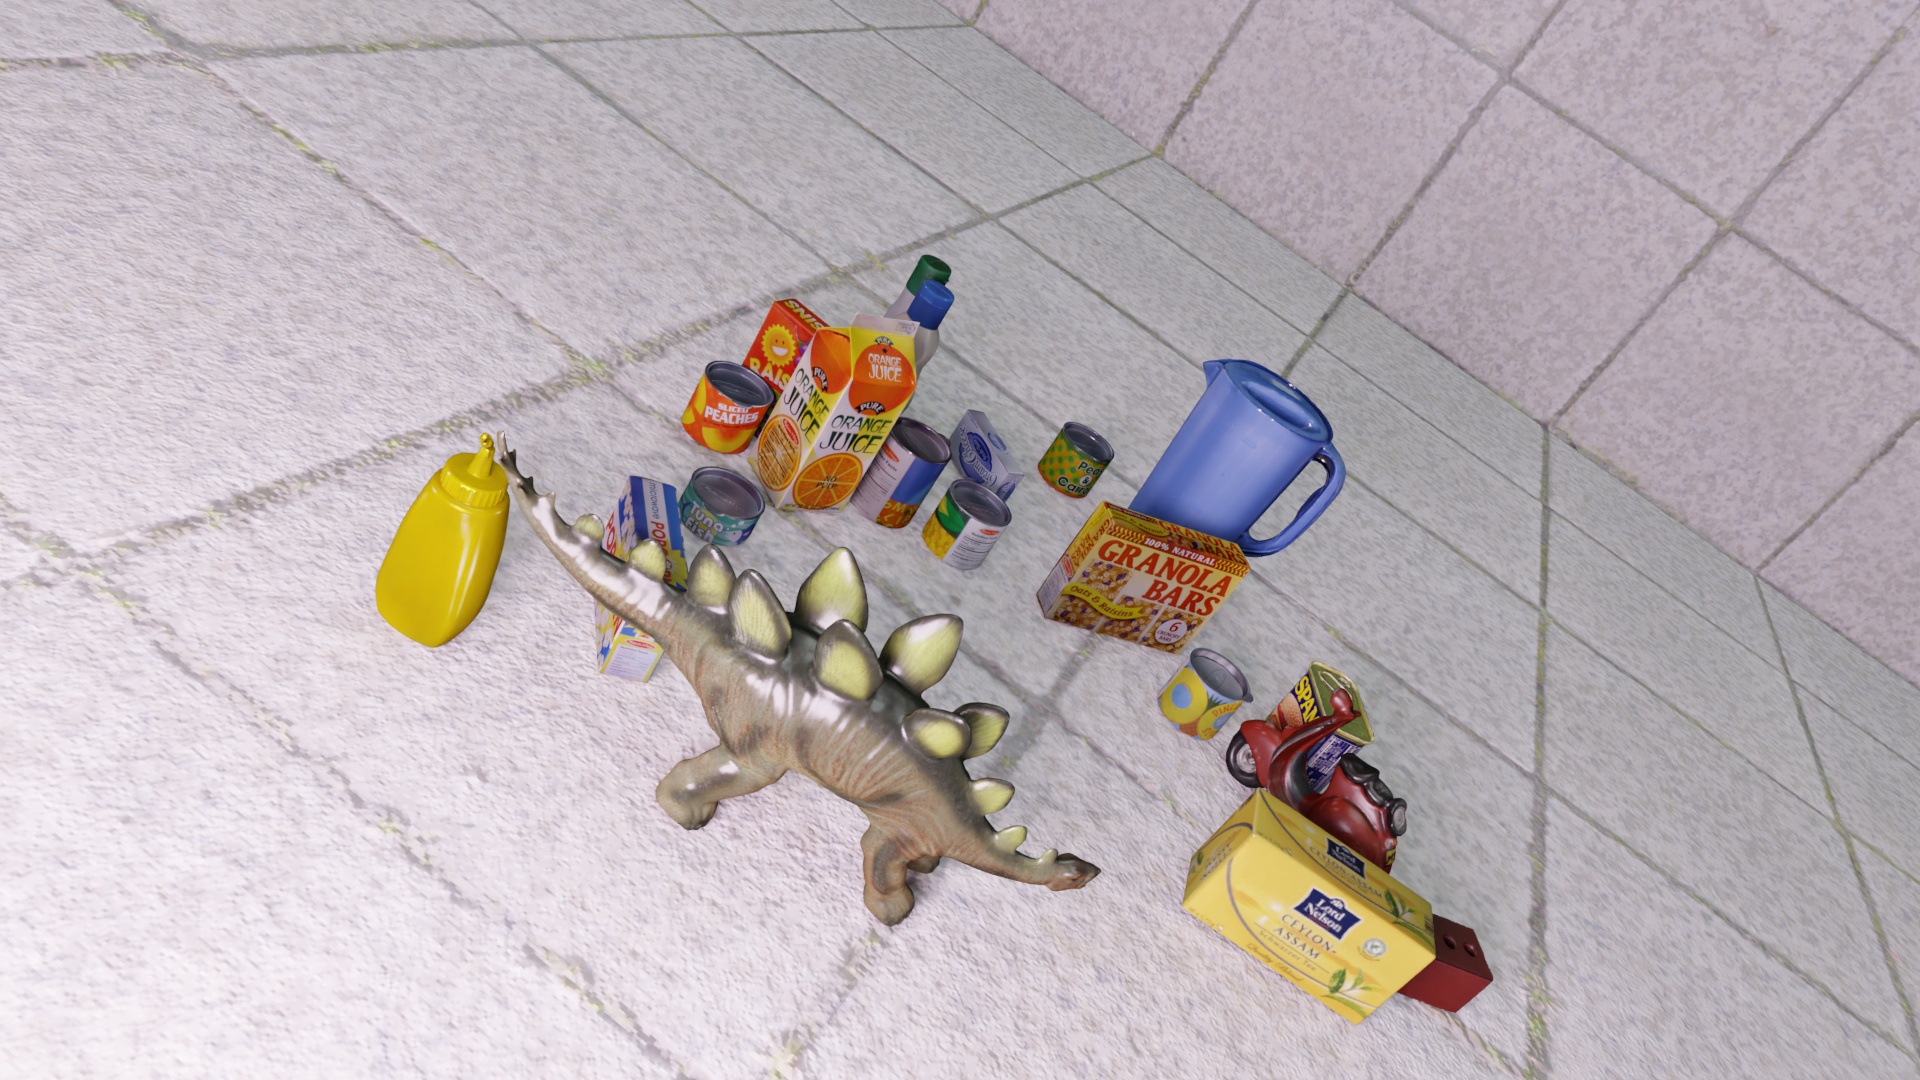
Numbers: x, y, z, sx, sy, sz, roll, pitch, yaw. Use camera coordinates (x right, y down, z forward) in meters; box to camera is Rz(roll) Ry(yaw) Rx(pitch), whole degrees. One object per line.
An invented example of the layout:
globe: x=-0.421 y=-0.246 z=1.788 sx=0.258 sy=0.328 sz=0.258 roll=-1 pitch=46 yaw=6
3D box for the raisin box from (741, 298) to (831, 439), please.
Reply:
raisin box: x=-0.158 y=-0.148 z=1.278 sx=0.086 sy=0.122 sz=0.040 roll=40 pitch=30 yaw=12

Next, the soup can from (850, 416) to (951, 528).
soup can: x=-0.055 y=-0.063 z=1.292 sx=0.071 sy=0.083 sz=0.072 roll=25 pitch=30 yaw=-15

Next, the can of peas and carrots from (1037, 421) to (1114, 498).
can of peas and carrots: x=0.128 y=-0.087 z=1.534 sx=0.071 sy=0.058 sz=0.071 roll=25 pitch=30 yaw=-15

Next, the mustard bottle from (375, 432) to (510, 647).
mustard bottle: x=-0.316 y=-0.005 z=0.872 sx=0.065 sy=0.159 sz=0.049 roll=34 pitch=29 yaw=1

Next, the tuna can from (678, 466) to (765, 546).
tuna can: x=-0.199 y=-0.027 z=1.149 sx=0.071 sy=0.032 sz=0.071 roll=25 pitch=30 yaw=-15

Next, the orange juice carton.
orange juice carton: x=-0.106 y=-0.118 z=1.213 sx=0.072 sy=0.191 sz=0.073 roll=3 pitch=41 yaw=-42

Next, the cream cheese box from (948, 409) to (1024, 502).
cream cheese box: x=0.024 y=-0.082 z=1.429 sx=0.024 sy=0.053 sz=0.104 roll=8 pitch=38 yaw=-38

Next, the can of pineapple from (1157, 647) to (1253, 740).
can of pineapple: x=0.226 y=0.144 z=1.287 sx=0.071 sy=0.057 sz=0.071 roll=25 pitch=30 yaw=-15

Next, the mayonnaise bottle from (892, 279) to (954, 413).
mayonnaise bottle: x=-0.056 y=-0.197 z=1.427 sx=0.065 sy=0.147 sz=0.041 roll=39 pitch=29 yaw=10

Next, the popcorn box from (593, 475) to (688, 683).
popcorn box: x=-0.229 y=0.026 z=0.988 sx=0.038 sy=0.084 sz=0.127 roll=16 pitch=34 yaw=-29

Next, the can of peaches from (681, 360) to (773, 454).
can of peaches: x=-0.210 y=-0.118 z=1.249 sx=0.071 sy=0.057 sz=0.071 roll=25 pitch=30 yaw=-15

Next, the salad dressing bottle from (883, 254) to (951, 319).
salad dressing bottle: x=-0.059 y=-0.235 z=1.480 sx=0.044 sy=0.147 sz=0.064 roll=38 pitch=29 yaw=8

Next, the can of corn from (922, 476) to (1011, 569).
can of corn: x=0.005 y=-0.016 z=1.308 sx=0.071 sy=0.058 sz=0.071 roll=25 pitch=30 yaw=-15

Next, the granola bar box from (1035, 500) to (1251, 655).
granola bar box: x=0.174 y=0.038 z=1.326 sx=0.165 sy=0.123 sz=0.039 roll=17 pitch=33 yaw=-27
